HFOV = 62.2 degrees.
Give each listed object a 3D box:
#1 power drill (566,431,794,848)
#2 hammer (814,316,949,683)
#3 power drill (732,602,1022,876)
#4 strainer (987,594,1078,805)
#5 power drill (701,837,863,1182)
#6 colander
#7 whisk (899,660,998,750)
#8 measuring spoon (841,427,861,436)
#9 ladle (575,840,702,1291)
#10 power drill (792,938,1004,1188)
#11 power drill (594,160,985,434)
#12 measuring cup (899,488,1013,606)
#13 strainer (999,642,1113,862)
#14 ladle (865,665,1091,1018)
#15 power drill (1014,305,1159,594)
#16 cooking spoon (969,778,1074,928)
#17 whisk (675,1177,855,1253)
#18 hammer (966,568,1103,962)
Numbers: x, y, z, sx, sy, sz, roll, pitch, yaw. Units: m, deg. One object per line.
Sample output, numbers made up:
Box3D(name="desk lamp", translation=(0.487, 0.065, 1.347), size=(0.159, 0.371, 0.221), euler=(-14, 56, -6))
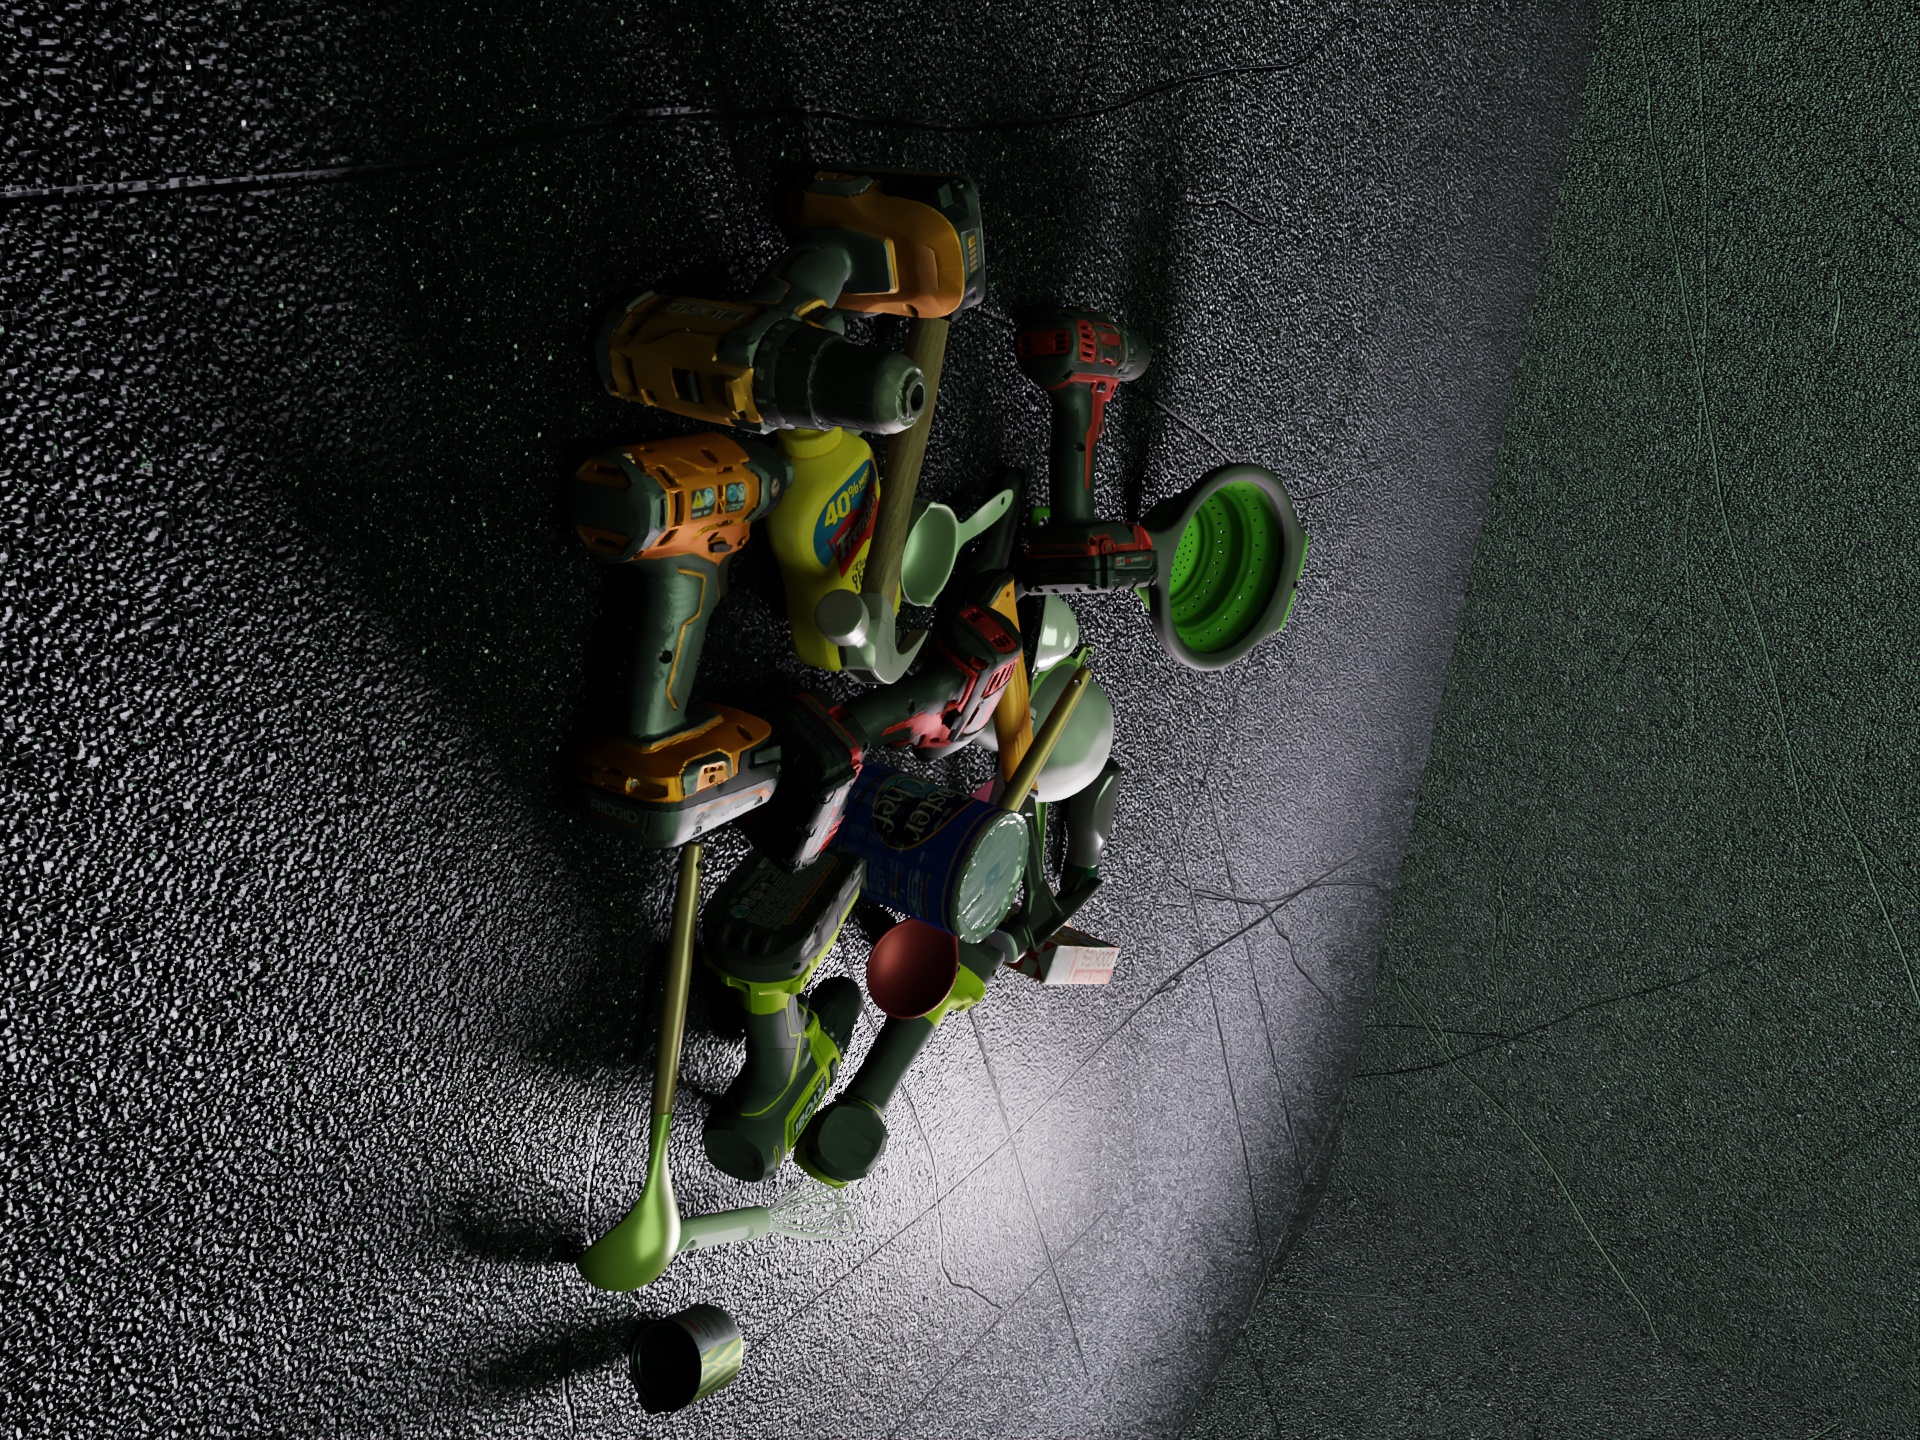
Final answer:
Box3D(name="power drill", translation=(-0.155, -0.056, 0.937), size=(0.164, 0.084, 0.226), euler=(-27, 126, -55))
Box3D(name="hammer", translation=(-0.034, -0.180, 1.038), size=(0.130, 0.031, 0.331), euler=(58, 39, -66))
Box3D(name="power drill", translation=(-0.056, 0.011, 1.103), size=(0.219, 0.079, 0.143), euler=(-31, 158, -41))
Box3D(name="strainer", translation=(0.059, -0.013, 1.367), size=(0.086, 0.050, 0.258), euler=(94, 12, -76))
Box3D(name="power drill", translation=(-0.122, 0.197, 1.163), size=(0.191, 0.080, 0.228), euler=(-54, 154, -51))
Box3D(name="colander", translation=(0.175, -0.164, 1.509), size=(0.396, 0.095, 0.204), euler=(5, 103, -45))
Box3D(name="whisk", translation=(-0.001, -0.003, 1.302), size=(0.055, 0.055, 0.238), euler=(-69, 158, -4))
Box3D(name="measuring spoon", translation=(-0.058, -0.209, 1.086), size=(0.124, 0.018, 0.034), euler=(-49, 147, -36))
Box3D(name="ladle", translation=(-0.210, 0.236, 1.079), size=(0.078, 0.062, 0.320), euler=(-4, 104, -61))
Box3D(name="power drill", translation=(-0.060, 0.276, 1.307), size=(0.223, 0.080, 0.171), euler=(-58, 180, -22))
Box3D(name="power drill", translation=(-0.064, -0.229, 0.880), size=(0.226, 0.185, 0.084), euler=(-51, 146, -41))
Box3D(name="measuring cup", translation=(-0.014, -0.145, 1.195), size=(0.167, 0.038, 0.083), euler=(-41, 141, -48))
Box3D(name="strainer", translation=(0.098, 0.065, 1.510), size=(0.151, 0.069, 0.256), euler=(-35, 135, -50))
Box3D(name="ladle", translation=(0.022, 0.092, 1.255), size=(0.315, 0.069, 0.031), euler=(-59, -179, -8))
Box3D(name="power drill", translation=(0.111, -0.221, 1.303), size=(0.188, 0.080, 0.226), euler=(-16, 105, -60))
Box3D(name="cooking spoon", translation=(0.068, 0.146, 1.518), size=(0.069, 0.017, 0.318), euler=(-36, 142, -5))
Box3D(name="whisk", translation=(-0.156, 0.401, 1.275), size=(0.058, 0.059, 0.246), euler=(-47, 153, 14))
Box3D(name="hammer", translation=(0.053, 0.031, 1.309), size=(0.127, 0.034, 0.336), euler=(-35, 126, -40))
